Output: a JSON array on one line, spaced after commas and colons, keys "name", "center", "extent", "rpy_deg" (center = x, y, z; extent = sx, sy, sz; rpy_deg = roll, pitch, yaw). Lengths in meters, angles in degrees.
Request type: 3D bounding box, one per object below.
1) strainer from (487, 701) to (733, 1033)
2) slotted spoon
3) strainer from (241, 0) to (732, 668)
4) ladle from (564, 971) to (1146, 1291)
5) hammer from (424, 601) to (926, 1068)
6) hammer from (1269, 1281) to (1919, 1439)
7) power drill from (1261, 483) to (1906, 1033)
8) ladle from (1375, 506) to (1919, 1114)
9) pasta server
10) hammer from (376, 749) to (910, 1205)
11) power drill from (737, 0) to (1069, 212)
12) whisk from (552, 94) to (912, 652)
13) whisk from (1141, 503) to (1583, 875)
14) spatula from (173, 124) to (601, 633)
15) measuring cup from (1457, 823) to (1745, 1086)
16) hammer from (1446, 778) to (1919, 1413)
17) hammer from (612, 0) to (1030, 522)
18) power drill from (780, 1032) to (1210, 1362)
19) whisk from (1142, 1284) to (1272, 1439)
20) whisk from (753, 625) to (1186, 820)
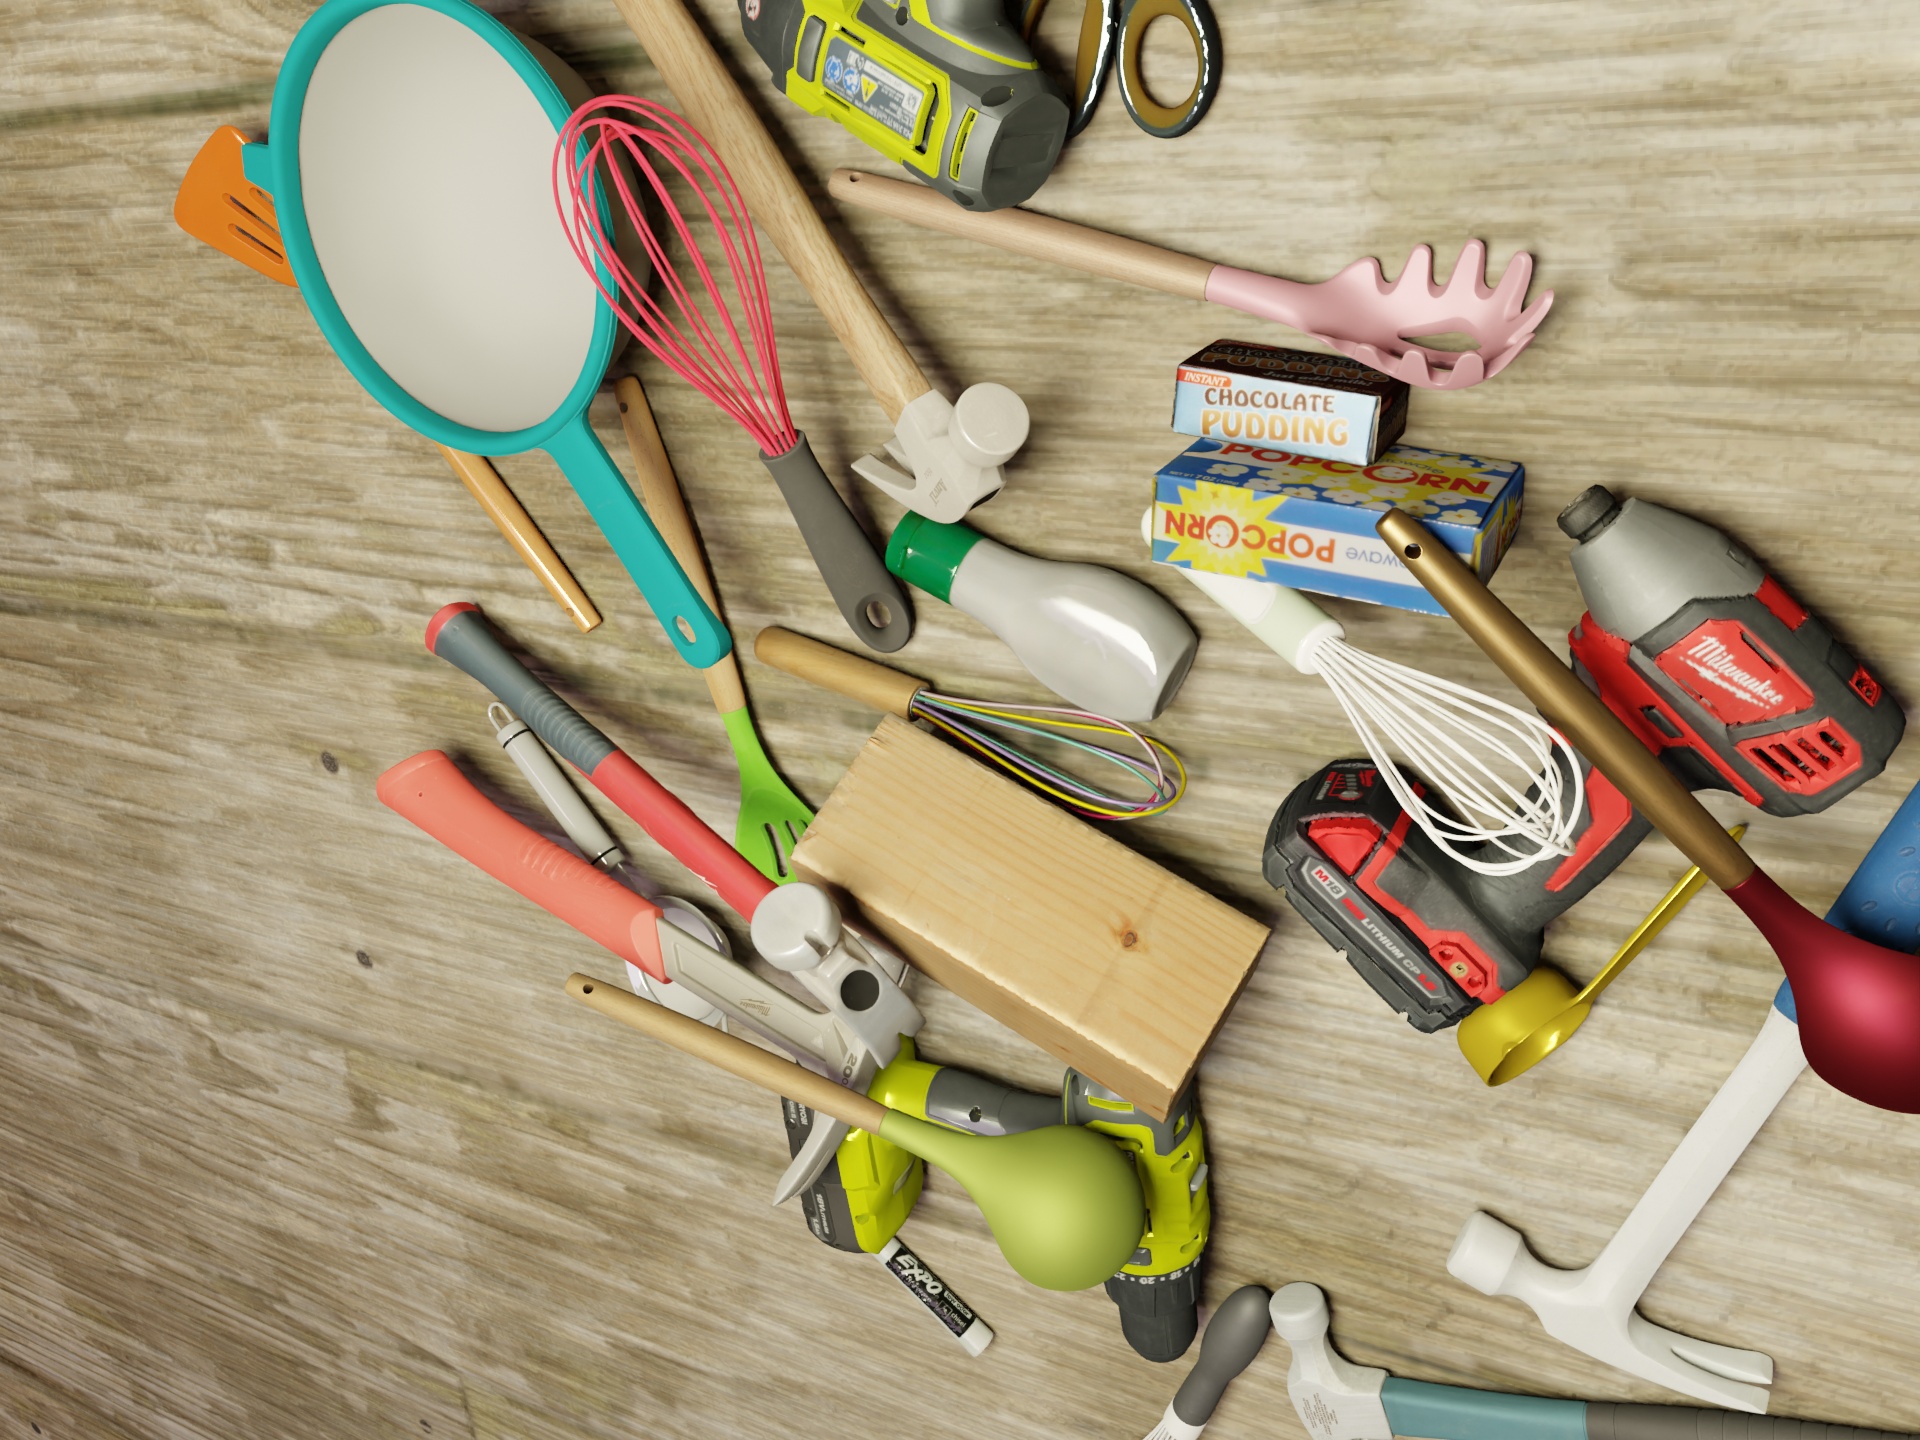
[{"name": "strainer", "center": [-0.204, 0.090, 0.952], "extent": [0.087, 0.050, 0.258], "rpy_deg": [-42, 83, 33]}, {"name": "slotted spoon", "center": [-0.128, -0.031, 0.855], "extent": [0.070, 0.031, 0.313], "rpy_deg": [-7, 108, 33]}, {"name": "strainer", "center": [-0.188, -0.187, 0.770], "extent": [0.211, 0.095, 0.340], "rpy_deg": [-24, 102, 39]}, {"name": "ladle", "center": [-0.059, 0.194, 0.800], "extent": [0.320, 0.078, 0.062], "rpy_deg": [20, 159, 17]}, {"name": "hammer", "center": [-0.168, 0.042, 0.841], "extent": [0.387, 0.038, 0.143], "rpy_deg": [35, 165, 36]}, {"name": "hammer", "center": [0.320, 0.344, 0.770], "extent": [0.331, 0.033, 0.128], "rpy_deg": [-8, 108, 33]}, {"name": "power drill", "center": [0.232, 0.016, 0.634], "extent": [0.143, 0.078, 0.219], "rpy_deg": [46, 125, 2]}, {"name": "ladle", "center": [0.262, 0.036, 0.571], "extent": [0.315, 0.031, 0.069], "rpy_deg": [44, 120, -5]}, {"name": "pasta server", "center": [0.077, -0.190, 0.645], "extent": [0.316, 0.060, 0.040], "rpy_deg": [22, 156, 23]}, {"name": "hammer", "center": [-0.200, 0.119, 0.901], "extent": [0.359, 0.036, 0.149], "rpy_deg": [26, 95, 23]}, {"name": "power drill", "center": [-0.012, -0.332, 0.598], "extent": [0.171, 0.080, 0.223], "rpy_deg": [40, 132, 23]}, {"name": "whisk", "center": [-0.088, -0.138, 0.708], "extent": [0.073, 0.073, 0.295], "rpy_deg": [-1, 136, 31]}, {"name": "whisk", "center": [0.145, -0.024, 0.621], "extent": [0.057, 0.059, 0.247], "rpy_deg": [-58, 45, 17]}, {"name": "spatula", "center": [-0.307, -0.177, 0.879], "extent": [0.081, 0.041, 0.322], "rpy_deg": [-34, 95, 37]}, {"name": "measuring cup", "center": [0.268, 0.094, 0.674], "extent": [0.029, 0.062, 0.156], "rpy_deg": [51, 120, 34]}, {"name": "hammer", "center": [0.344, 0.131, 0.647], "extent": [0.144, 0.035, 0.405], "rpy_deg": [27, 124, 17]}, {"name": "hammer", "center": [-0.082, -0.230, 0.698], "extent": [0.331, 0.031, 0.130], "rpy_deg": [57, 162, 4]}, {"name": "power drill", "center": [0.026, 0.252, 0.873], "extent": [0.228, 0.080, 0.190], "rpy_deg": [3, 114, 26]}, {"name": "whisk", "center": [0.119, 0.423, 0.919], "extent": [0.070, 0.070, 0.284], "rpy_deg": [29, 121, 15]}, {"name": "whisk", "center": [0.000, -0.003, 0.786], "extent": [0.245, 0.051, 0.047], "rpy_deg": [21, 78, 26]}]
